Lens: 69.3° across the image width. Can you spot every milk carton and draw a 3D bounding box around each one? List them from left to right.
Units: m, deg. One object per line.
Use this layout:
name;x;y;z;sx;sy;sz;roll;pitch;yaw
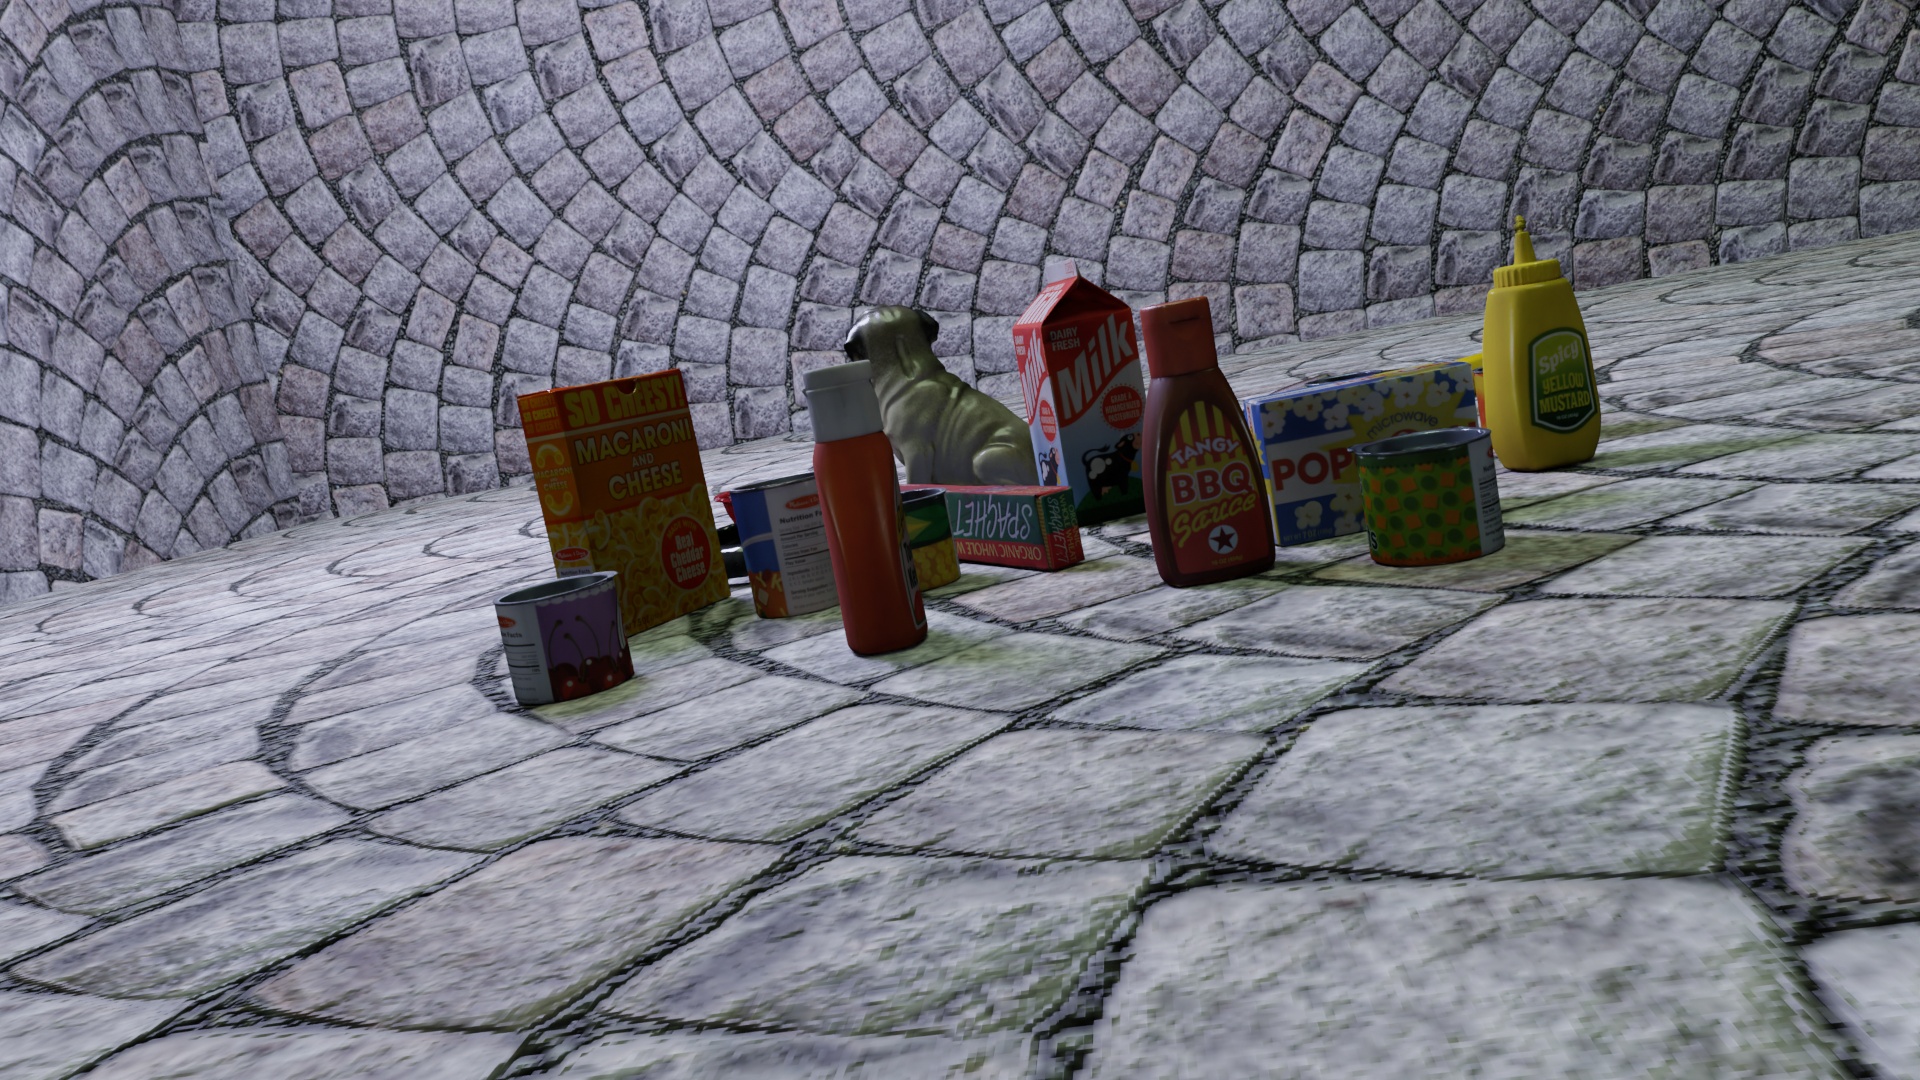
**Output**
milk carton;0.090;-0.111;1.028;0.073;0.190;0.072;-13;8;-13

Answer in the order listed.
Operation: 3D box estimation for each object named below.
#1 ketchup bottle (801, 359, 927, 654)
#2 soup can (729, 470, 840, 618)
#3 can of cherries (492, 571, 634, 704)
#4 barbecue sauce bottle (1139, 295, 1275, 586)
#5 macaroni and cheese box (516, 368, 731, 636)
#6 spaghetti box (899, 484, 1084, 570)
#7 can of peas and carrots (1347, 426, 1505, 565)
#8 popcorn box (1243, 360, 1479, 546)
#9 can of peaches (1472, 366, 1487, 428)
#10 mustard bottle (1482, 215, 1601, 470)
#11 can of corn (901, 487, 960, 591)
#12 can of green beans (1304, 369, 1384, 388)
ketchup bottle;-0.052;-0.018;0.727;0.043;0.148;0.065;-11;8;0
soup can;-0.108;0.001;0.892;0.071;0.083;0.071;-11;8;2
can of cherries;-0.217;0.053;0.770;0.071;0.058;0.071;-11;8;2
barbecue sauce bottle;0.125;-0.053;0.738;0.065;0.148;0.044;-11;8;-4
macaroni and cheese box;-0.223;-0.026;0.937;0.040;0.166;0.124;-6;9;31
spaghetti box;0.003;-0.012;0.955;0.029;0.050;0.250;-15;9;-28
can of peas and carrots;0.234;-0.022;0.700;0.071;0.058;0.071;-11;8;2
popcorn box;0.233;-0.051;0.802;0.127;0.085;0.038;-11;8;-2
can of peaches;0.409;-0.100;1.004;0.071;0.058;0.071;-11;8;2
mustard bottle;0.364;-0.126;0.881;0.065;0.160;0.049;-13;8;-13
can of corn;-0.039;0.001;0.891;0.071;0.058;0.071;-11;8;2
can of green beans;0.328;-0.110;1.171;0.071;0.057;0.071;-11;8;2
